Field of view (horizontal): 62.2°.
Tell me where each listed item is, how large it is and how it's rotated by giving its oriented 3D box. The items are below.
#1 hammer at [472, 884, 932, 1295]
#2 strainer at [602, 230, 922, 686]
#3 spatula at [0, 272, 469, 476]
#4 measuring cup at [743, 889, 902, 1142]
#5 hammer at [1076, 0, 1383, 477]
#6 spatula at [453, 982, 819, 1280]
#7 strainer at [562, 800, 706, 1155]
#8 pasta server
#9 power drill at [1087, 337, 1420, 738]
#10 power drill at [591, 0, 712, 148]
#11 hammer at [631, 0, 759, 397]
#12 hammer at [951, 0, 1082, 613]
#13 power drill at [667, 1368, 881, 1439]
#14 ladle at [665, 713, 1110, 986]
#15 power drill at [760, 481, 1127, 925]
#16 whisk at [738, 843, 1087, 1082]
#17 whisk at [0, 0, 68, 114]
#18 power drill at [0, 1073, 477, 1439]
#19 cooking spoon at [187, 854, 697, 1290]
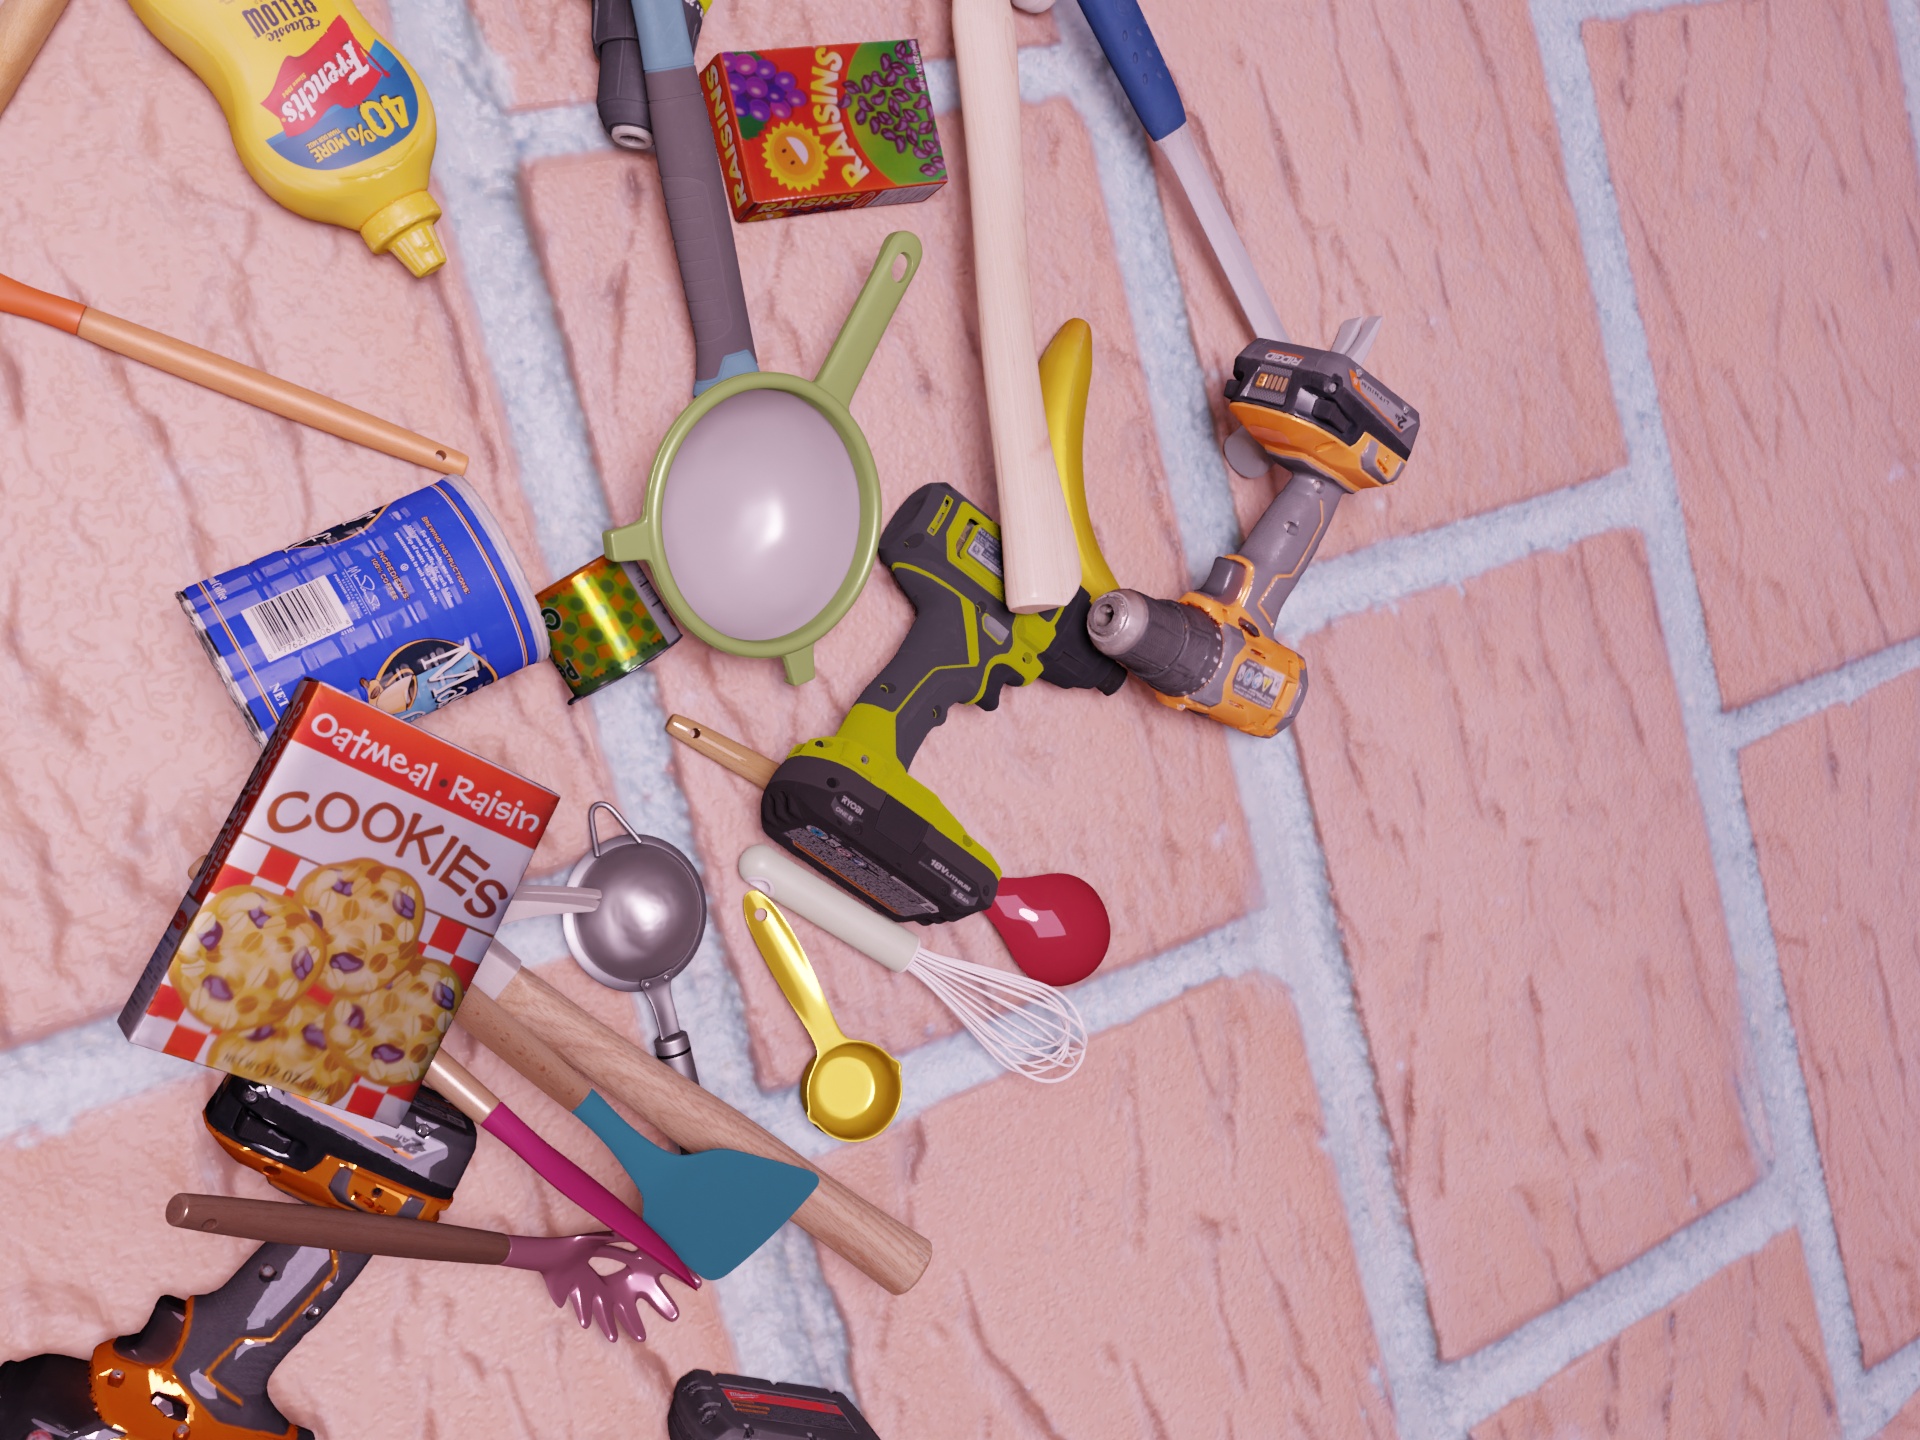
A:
[{"bbox_3d":[-0.147,0.204,0.841,0.331,0.031,0.130,39,94,-16],"label":"hammer"},{"bbox_3d":[-0.097,-0.158,0.869,0.151,0.069,0.256,36,73,-41],"label":"strainer"},{"bbox_3d":[-0.393,-0.182,0.758,0.322,0.041,0.081,20,81,-25],"label":"spatula"},{"bbox_3d":[-0.087,0.168,0.913,0.062,0.029,0.156,-27,89,-23],"label":"measuring cup"},{"bbox_3d":[0.137,-0.355,0.977,0.144,0.035,0.405,-43,116,-20],"label":"hammer"},{"bbox_3d":[-0.209,0.170,0.795,0.082,0.044,0.317,-45,102,5],"label":"spatula"},{"bbox_3d":[-0.157,0.169,0.868,0.087,0.050,0.258,-19,101,-39],"label":"strainer"},{"bbox_3d":[-0.234,0.253,0.754,0.060,0.040,0.316,-54,144,-1],"label":"pasta server"},{"bbox_3d":[0.172,-0.112,0.959,0.185,0.084,0.226,19,96,-45],"label":"power drill"},{"bbox_3d":[-0.223,-0.412,0.798,0.228,0.080,0.190,9,86,-42],"label":"power drill"},{"bbox_3d":[-0.148,-0.321,0.820,0.128,0.033,0.330,-27,121,-34],"label":"hammer"},{"bbox_3d":[0.016,-0.266,0.902,0.146,0.038,0.411,0,82,-43],"label":"hammer"},{"bbox_3d":[-0.146,0.477,0.852,0.187,0.080,0.227,19,85,-23],"label":"power drill"},{"bbox_3d":[-0.033,0.074,0.934,0.315,0.031,0.069,30,77,-20],"label":"ladle"},{"bbox_3d":[-0.001,-0.003,0.908,0.171,0.080,0.223,37,64,-19],"label":"power drill"},{"bbox_3d":[-0.024,0.140,0.928,0.246,0.058,0.059,34,56,-17],"label":"whisk"},{"bbox_3d":[-0.407,-0.386,0.753,0.047,0.051,0.245,29,81,-28],"label":"whisk"},{"bbox_3d":[-0.351,0.266,0.755,0.164,0.084,0.226,32,81,-21],"label":"power drill"},{"bbox_3d":[-0.248,0.174,0.774,0.319,0.068,0.017,42,68,-4],"label":"cooking spoon"}]
